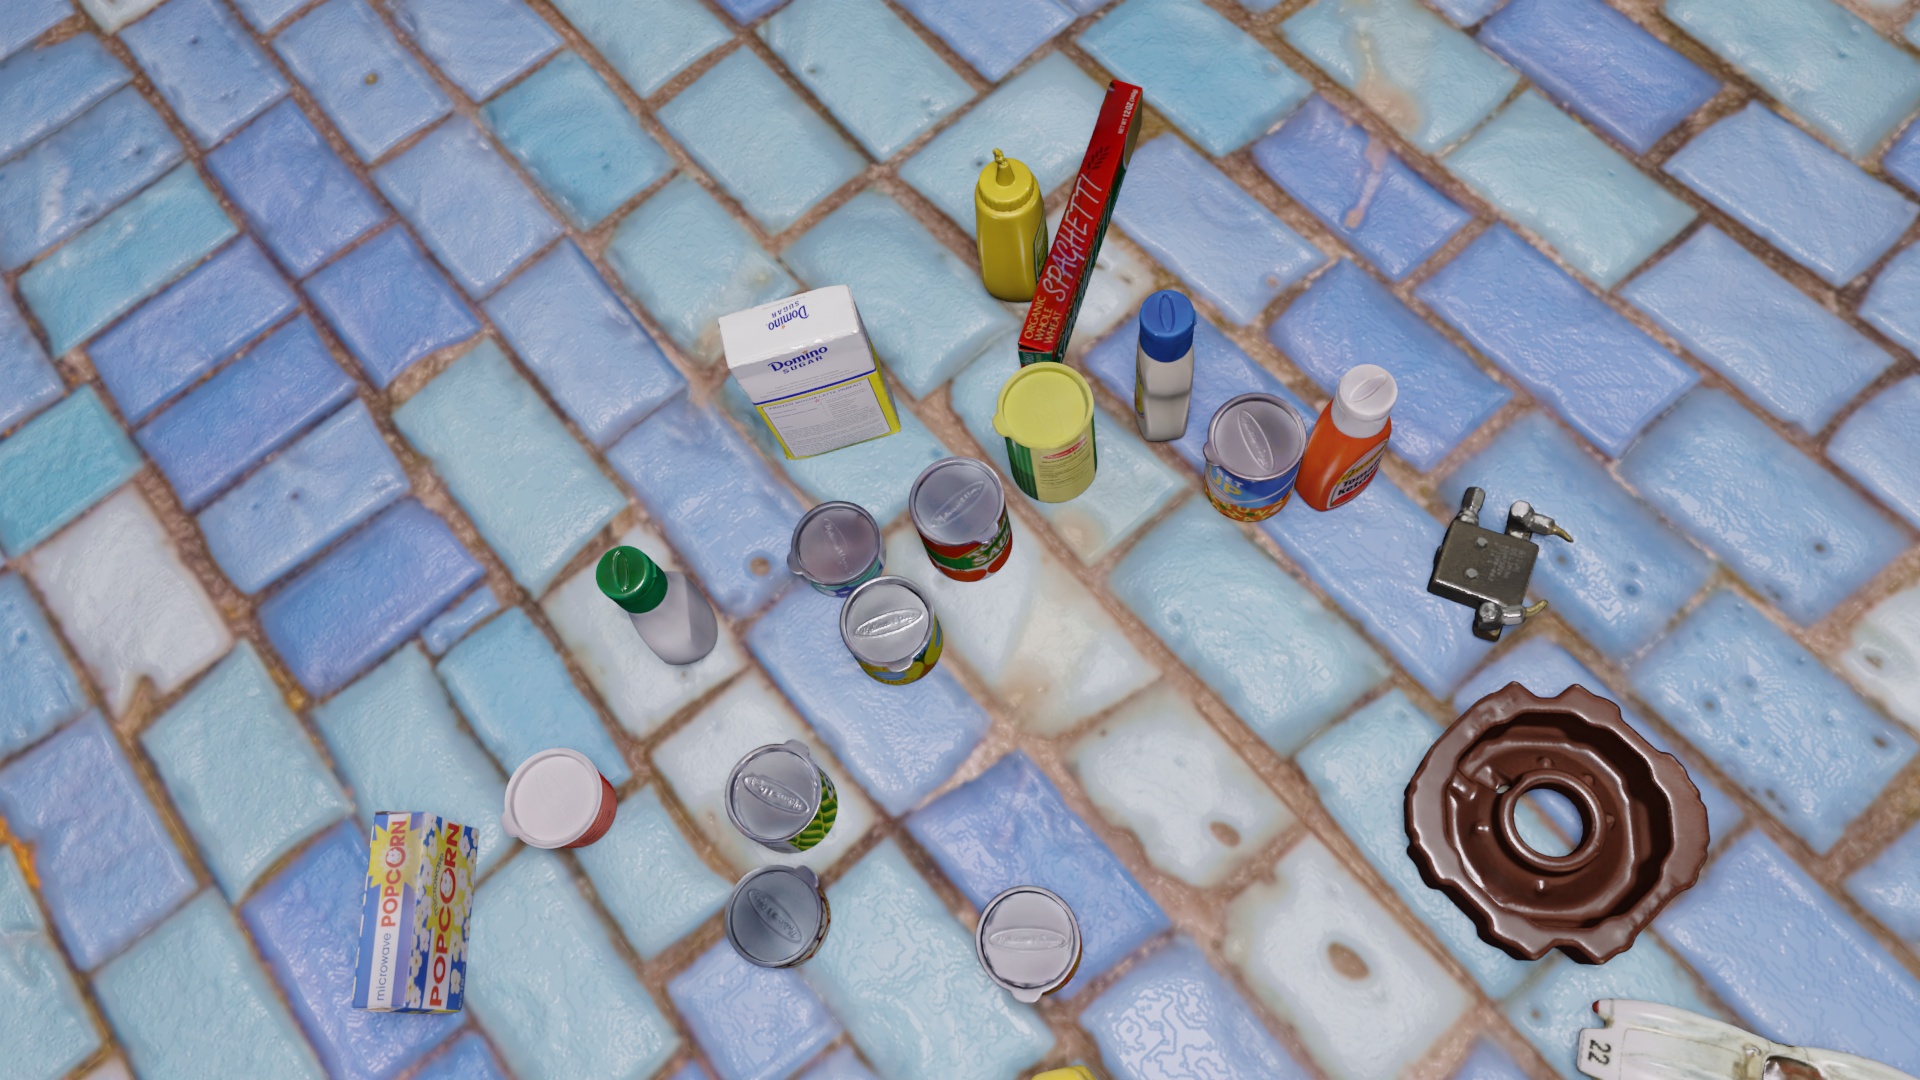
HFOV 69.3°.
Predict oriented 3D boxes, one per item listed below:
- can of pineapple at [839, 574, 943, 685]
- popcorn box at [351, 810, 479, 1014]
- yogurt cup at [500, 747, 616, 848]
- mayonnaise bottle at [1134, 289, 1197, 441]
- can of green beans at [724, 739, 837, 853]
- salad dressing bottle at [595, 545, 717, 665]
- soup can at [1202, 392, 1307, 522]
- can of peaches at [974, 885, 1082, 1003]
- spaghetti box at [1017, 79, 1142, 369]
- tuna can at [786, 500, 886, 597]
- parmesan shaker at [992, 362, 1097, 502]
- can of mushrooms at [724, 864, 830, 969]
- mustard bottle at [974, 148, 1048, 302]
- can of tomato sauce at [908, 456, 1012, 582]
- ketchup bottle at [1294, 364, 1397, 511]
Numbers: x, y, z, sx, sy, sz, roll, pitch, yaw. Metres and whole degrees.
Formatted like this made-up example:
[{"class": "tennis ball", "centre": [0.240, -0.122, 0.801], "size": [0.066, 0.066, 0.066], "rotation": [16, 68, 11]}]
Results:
[{"class": "can of pineapple", "centre": [-0.048, 0.066, 0.980], "size": [0.071, 0.057, 0.071], "rotation": [-2, 69, 6]}, {"class": "popcorn box", "centre": [-0.364, 0.251, 0.932], "size": [0.038, 0.085, 0.127], "rotation": [-4, 69, 5]}, {"class": "yogurt cup", "centre": [-0.274, 0.182, 0.964], "size": [0.072, 0.053, 0.072], "rotation": [-2, 69, 6]}, {"class": "mayonnaise bottle", "centre": [0.144, -0.125, 0.981], "size": [0.041, 0.147, 0.065], "rotation": [-4, 69, 5]}, {"class": "can of green beans", "centre": [-0.121, 0.177, 0.946], "size": [0.071, 0.057, 0.071], "rotation": [-2, 69, 6]}, {"class": "salad dressing bottle", "centre": [-0.209, 0.044, 0.959], "size": [0.044, 0.147, 0.064], "rotation": [-11, 69, 3]}, {"class": "soup can", "centre": [0.204, -0.056, 0.982], "size": [0.071, 0.083, 0.071], "rotation": [-2, 70, 6]}, {"class": "can of peaches", "centre": [0.045, 0.261, 0.895], "size": [0.071, 0.058, 0.071], "rotation": [-2, 69, 6]}, {"class": "spaghetti box", "centre": [0.095, -0.242, 1.083], "size": [0.029, 0.050, 0.251], "rotation": [15, 72, 12]}, {"class": "tuna can", "centre": [-0.091, 0.008, 1.020], "size": [0.071, 0.032, 0.071], "rotation": [-2, 69, 6]}, {"class": "parmesan shaker", "centre": [0.061, -0.074, 0.995], "size": [0.071, 0.102, 0.071], "rotation": [-2, 70, 6]}, {"class": "can of mushrooms", "centre": [-0.120, 0.251, 0.931], "size": [0.071, 0.033, 0.071], "rotation": [-2, 69, 6]}, {"class": "mustard bottle", "centre": [0.037, -0.237, 1.029], "size": [0.049, 0.159, 0.065], "rotation": [8, 71, 10]}, {"class": "can of tomato sauce", "centre": [0.004, -0.012, 0.990], "size": [0.071, 0.083, 0.071], "rotation": [-2, 70, 6]}, {"class": "ketchup bottle", "centre": [0.265, -0.071, 0.946], "size": [0.065, 0.148, 0.043], "rotation": [-37, 70, -7]}]
